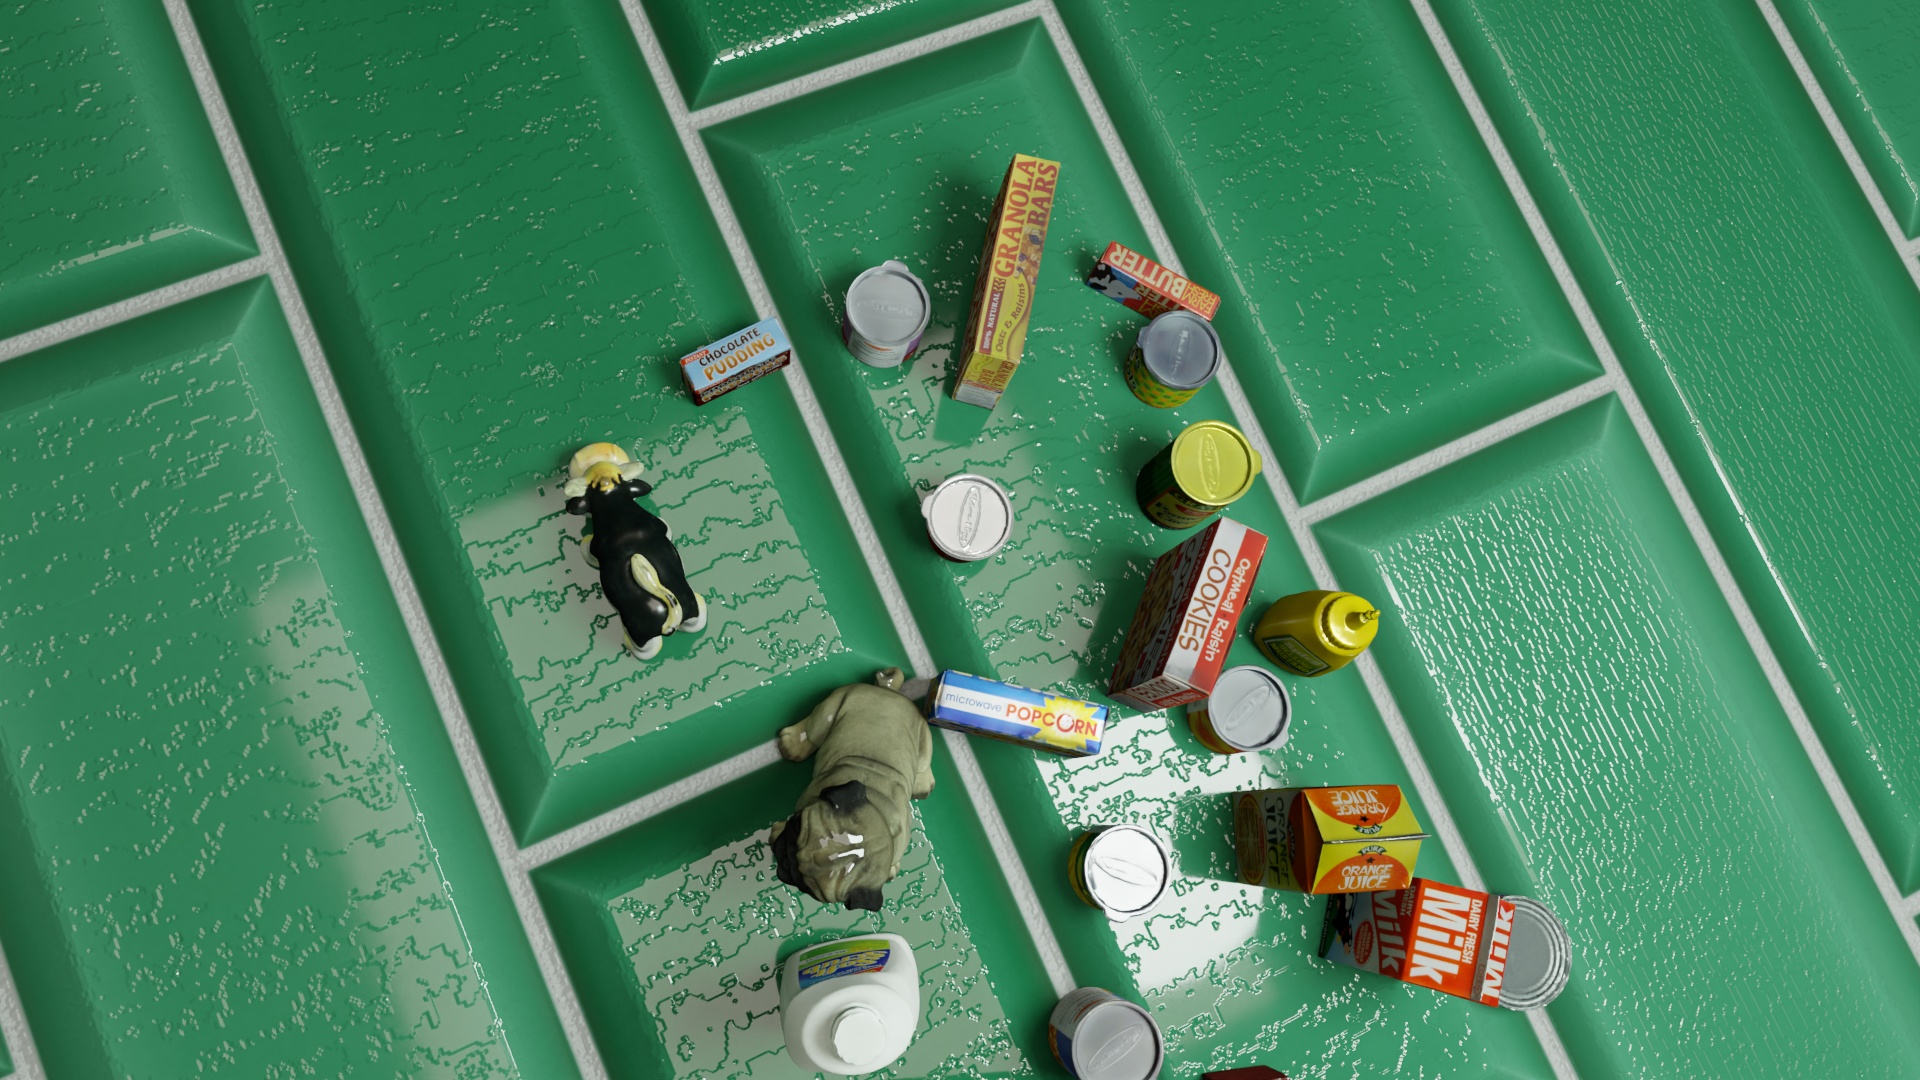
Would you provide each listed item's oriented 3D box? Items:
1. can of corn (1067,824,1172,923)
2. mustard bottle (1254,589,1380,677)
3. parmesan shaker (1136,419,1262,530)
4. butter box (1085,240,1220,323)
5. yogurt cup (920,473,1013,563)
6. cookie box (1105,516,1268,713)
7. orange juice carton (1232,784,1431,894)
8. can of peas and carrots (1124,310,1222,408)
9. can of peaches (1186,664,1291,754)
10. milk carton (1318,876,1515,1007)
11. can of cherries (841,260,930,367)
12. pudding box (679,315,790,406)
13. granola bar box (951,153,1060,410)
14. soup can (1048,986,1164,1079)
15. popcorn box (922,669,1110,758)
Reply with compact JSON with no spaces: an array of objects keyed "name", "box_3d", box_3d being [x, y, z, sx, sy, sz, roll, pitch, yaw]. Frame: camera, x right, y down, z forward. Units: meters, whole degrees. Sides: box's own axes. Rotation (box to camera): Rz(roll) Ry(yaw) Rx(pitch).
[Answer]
[{"name":"can of corn","box_3d":[0.117,0.248,1.040,0.071,0.058,0.071,2,78,-8]},{"name":"mustard bottle","box_3d":[0.275,0.067,1.049,0.065,0.160,0.049,37,76,0]},{"name":"parmesan shaker","box_3d":[0.185,-0.049,1.090,0.071,0.103,0.071,2,78,-8]},{"name":"butter box","box_3d":[0.158,-0.205,1.145,0.103,0.053,0.024,27,76,-2]},{"name":"yogurt cup","box_3d":[0.004,-0.014,1.081,0.072,0.054,0.072,2,78,-8]},{"name":"cookie box","box_3d":[0.165,0.060,1.031,0.040,0.167,0.123,24,76,-3]},{"name":"orange juice carton","box_3d":[0.262,0.214,1.000,0.072,0.192,0.073,0,79,-8]},{"name":"can of peas and carrots","box_3d":[0.170,-0.147,1.131,0.071,0.058,0.071,2,78,-8]},{"name":"can of peaches","box_3d":[0.217,0.134,1.079,0.071,0.058,0.071,2,78,-8]},{"name":"milk carton","box_3d":[0.332,0.283,0.996,0.073,0.190,0.072,16,77,-5]},{"name":"can of cherries","box_3d":[-0.059,-0.179,1.104,0.071,0.058,0.071,2,78,-8]},{"name":"pudding box","box_3d":[-0.175,-0.140,1.083,0.084,0.049,0.030,-27,84,-13]},{"name":"granola bar box","box_3d":[0.033,-0.200,1.088,0.039,0.124,0.166,13,77,-6]},{"name":"soup can","box_3d":[0.105,0.363,1.001,0.071,0.083,0.071,2,78,-8]},{"name":"popcorn box","box_3d":[0.039,0.131,1.039,0.127,0.085,0.038,14,77,-5]}]
